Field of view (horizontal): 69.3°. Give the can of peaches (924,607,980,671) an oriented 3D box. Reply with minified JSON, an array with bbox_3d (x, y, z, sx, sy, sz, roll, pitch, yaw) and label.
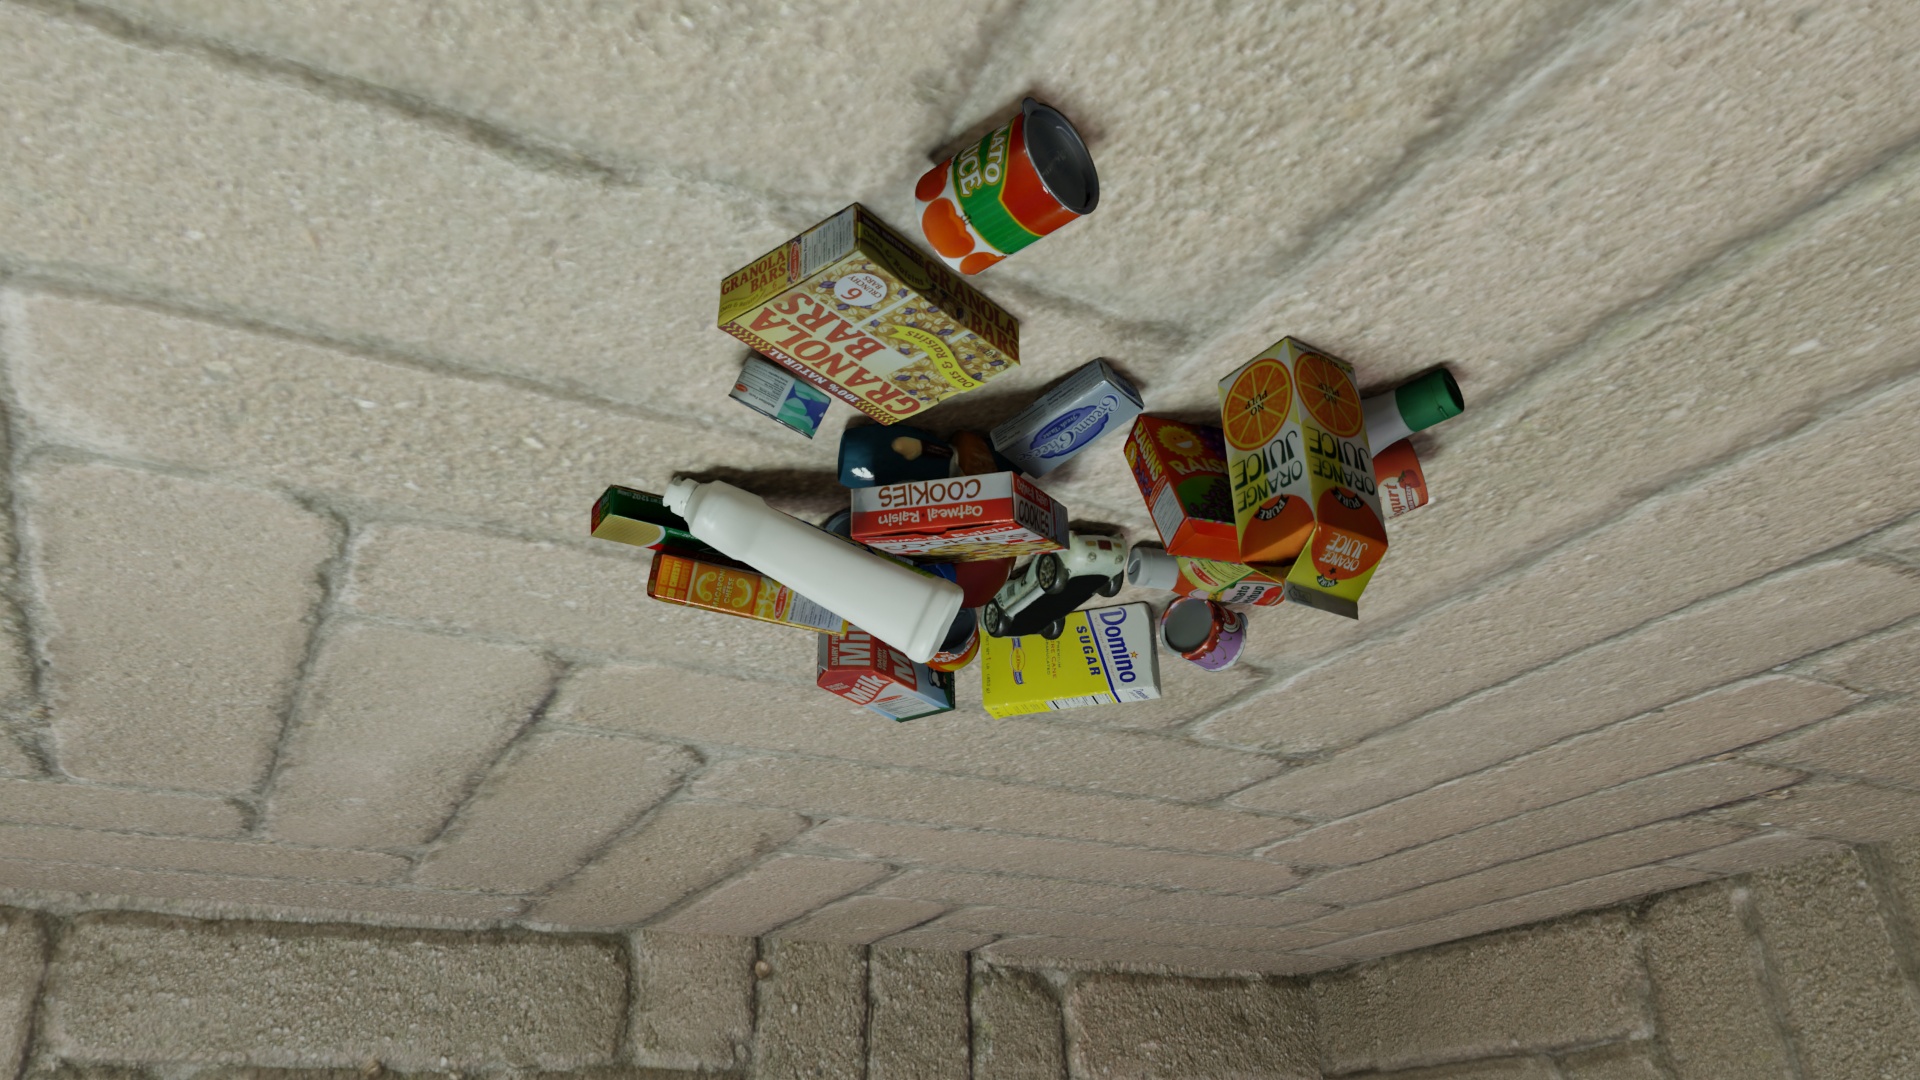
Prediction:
[{"bbox_3d":[-0.014,0.090,1.357,0.071,0.071,0.058,-3,154,3],"label":"can of peaches"}]

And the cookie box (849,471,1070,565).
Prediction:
[{"bbox_3d":[0.004,-0.013,1.053,0.123,0.040,0.167,-6,170,17],"label":"cookie box"}]

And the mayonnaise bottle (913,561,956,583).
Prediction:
[{"bbox_3d":[-0.048,0.049,1.259,0.041,0.065,0.147,-37,-179,-28],"label":"mayonnaise bottle"}]

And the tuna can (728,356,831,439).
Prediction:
[{"bbox_3d":[-0.124,-0.099,0.973,0.071,0.033,0.071,28,180,0],"label":"tuna can"}]

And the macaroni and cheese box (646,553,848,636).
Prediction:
[{"bbox_3d":[-0.189,0.049,1.228,0.166,0.040,0.123,13,175,-15],"label":"macaroni and cheese box"}]

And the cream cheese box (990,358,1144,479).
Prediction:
[{"bbox_3d":[0.078,-0.088,1.025,0.103,0.024,0.053,-33,142,24],"label":"cream cheese box"}]

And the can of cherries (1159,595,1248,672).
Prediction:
[{"bbox_3d":[0.242,0.090,1.379,0.071,0.072,0.058,-23,145,36],"label":"can of cherries"}]

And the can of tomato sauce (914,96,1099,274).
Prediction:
[{"bbox_3d":[0.024,-0.197,0.781,0.083,0.071,0.071,-23,147,37],"label":"can of tomato sauce"}]

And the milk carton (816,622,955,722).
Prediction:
[{"bbox_3d":[-0.086,0.123,1.417,0.073,0.072,0.190,-17,151,28],"label":"milk carton"}]

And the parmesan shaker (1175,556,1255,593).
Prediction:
[{"bbox_3d":[0.242,-0.003,1.184,0.071,0.071,0.102,14,149,-28],"label":"parmesan shaker"}]

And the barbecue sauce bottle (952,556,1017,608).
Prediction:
[{"bbox_3d":[0.022,0.011,1.229,0.065,0.044,0.147,14,150,-15],"label":"barbecue sauce bottle"}]

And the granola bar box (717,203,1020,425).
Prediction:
[{"bbox_3d":[-0.058,-0.141,0.918,0.124,0.039,0.165,-21,148,34],"label":"granola bar box"}]

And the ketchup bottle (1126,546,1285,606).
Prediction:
[{"bbox_3d":[0.229,0.030,1.280,0.149,0.044,0.064,6,153,-14],"label":"ketchup bottle"}]

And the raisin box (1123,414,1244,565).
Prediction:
[{"bbox_3d":[0.181,-0.039,1.043,0.086,0.124,0.039,7,129,-19],"label":"raisin box"}]

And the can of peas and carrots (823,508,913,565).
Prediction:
[{"bbox_3d":[-0.085,0.013,1.201,0.070,0.071,0.058,-22,147,35],"label":"can of peas and carrots"}]

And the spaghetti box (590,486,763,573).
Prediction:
[{"bbox_3d":[-0.194,0.002,1.213,0.250,0.029,0.050,14,151,-29],"label":"spaghetti box"}]

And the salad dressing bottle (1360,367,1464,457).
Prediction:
[{"bbox_3d":[0.303,-0.084,1.050,0.147,0.044,0.064,-24,128,34],"label":"salad dressing bottle"}]

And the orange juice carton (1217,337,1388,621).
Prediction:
[{"bbox_3d":[0.240,-0.038,0.972,0.072,0.193,0.072,17,147,-31],"label":"orange juice carton"}]

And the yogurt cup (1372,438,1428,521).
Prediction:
[{"bbox_3d":[0.338,-0.048,1.107,0.054,0.072,0.072,-17,151,12],"label":"yogurt cup"}]
